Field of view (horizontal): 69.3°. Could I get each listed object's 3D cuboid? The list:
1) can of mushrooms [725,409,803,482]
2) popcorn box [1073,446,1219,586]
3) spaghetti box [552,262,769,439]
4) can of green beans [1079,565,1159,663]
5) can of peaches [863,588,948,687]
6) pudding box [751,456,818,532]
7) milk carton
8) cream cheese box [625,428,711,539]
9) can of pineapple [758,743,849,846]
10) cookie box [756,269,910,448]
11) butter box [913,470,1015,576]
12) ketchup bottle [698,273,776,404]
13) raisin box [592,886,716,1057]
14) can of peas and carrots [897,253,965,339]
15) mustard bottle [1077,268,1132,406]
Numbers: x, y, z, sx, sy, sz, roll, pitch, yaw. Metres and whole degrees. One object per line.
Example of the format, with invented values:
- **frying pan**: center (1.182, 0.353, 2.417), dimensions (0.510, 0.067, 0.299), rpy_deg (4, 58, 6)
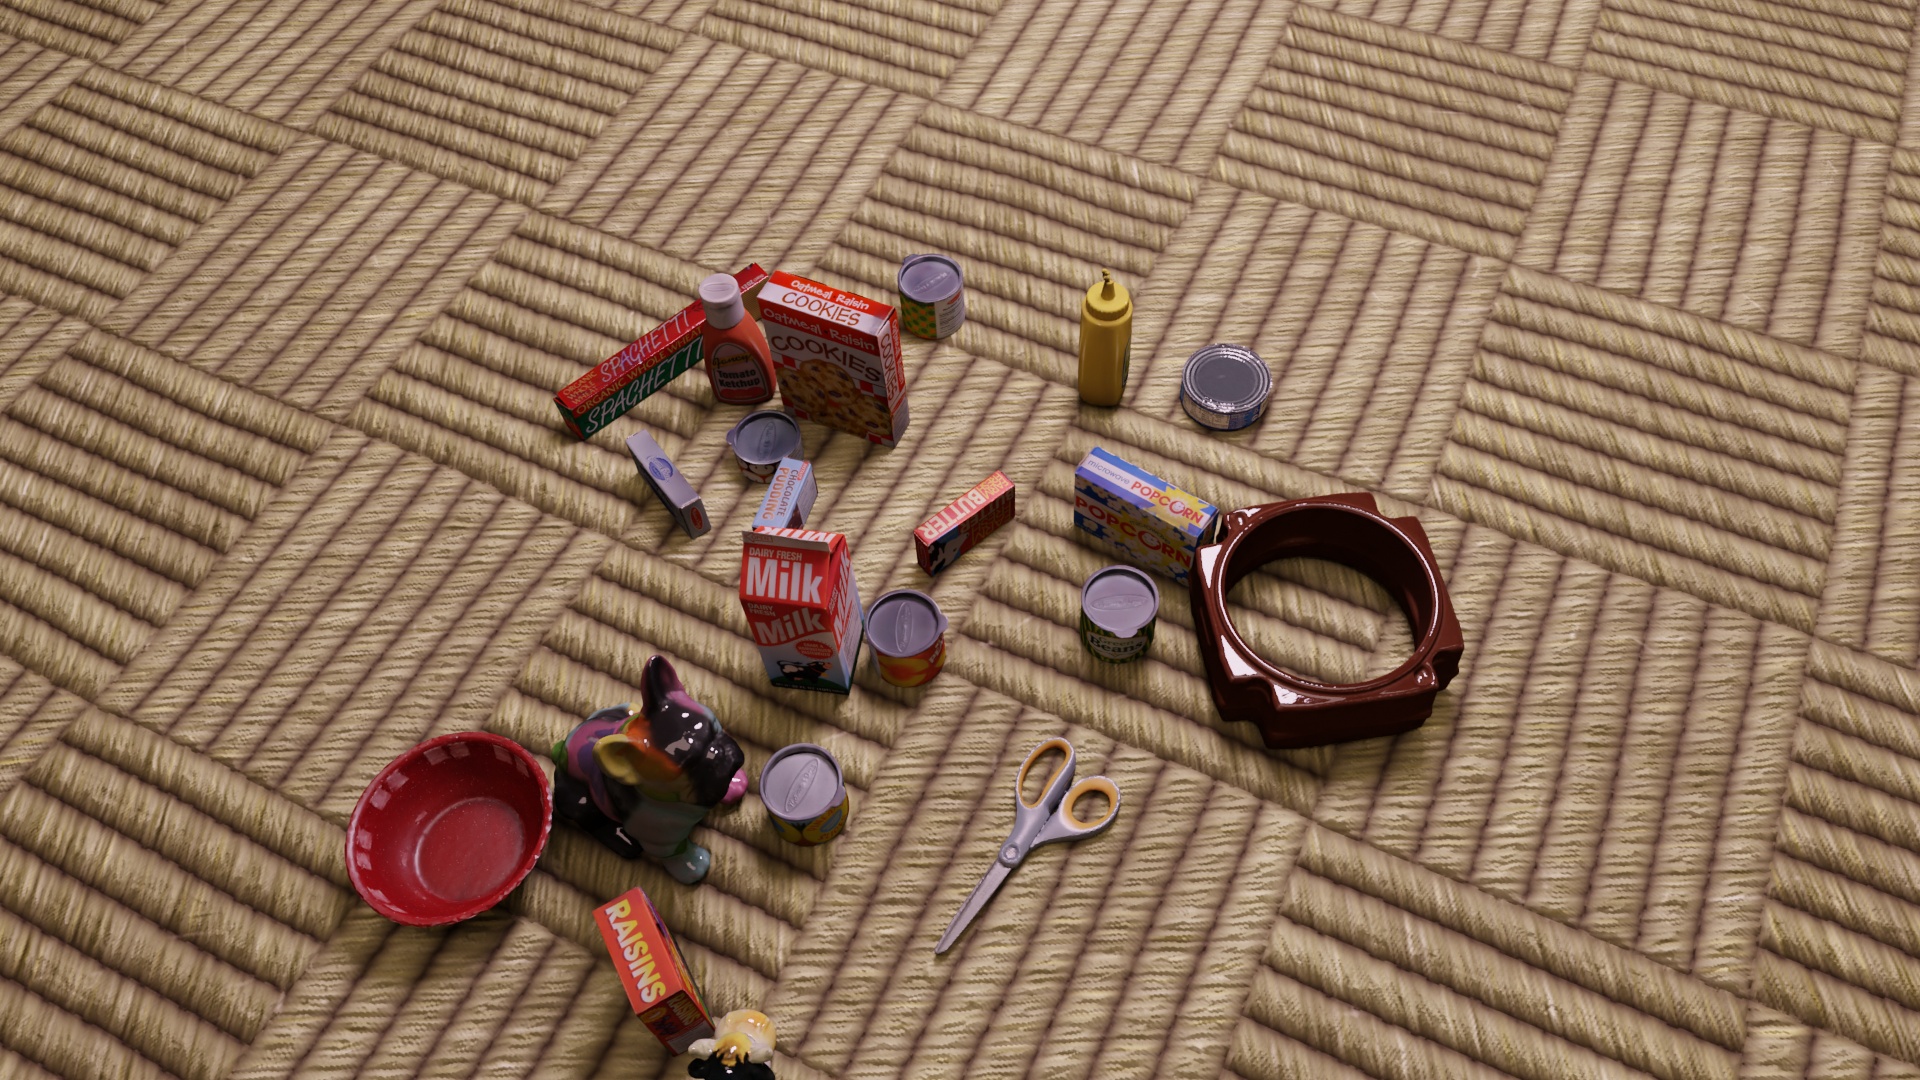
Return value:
- **can of mushrooms**: center (-0.186, -0.090, 1.327), dimensions (0.071, 0.033, 0.071), rpy_deg (-1, 56, 2)
- **popcorn box**: center (0.162, -0.021, 1.232), dimensions (0.127, 0.084, 0.038), rpy_deg (30, 63, 21)
- **spaghetti box**: center (-0.291, -0.191, 1.389), dimensions (0.251, 0.050, 0.029), rpy_deg (-39, 63, -21)
- **can of green beans**: center (0.136, 0.064, 1.193), dimensions (0.071, 0.057, 0.071), rpy_deg (-1, 57, 2)
- **can of peaches**: center (-0.044, 0.084, 1.189), dimensions (0.071, 0.057, 0.071), rpy_deg (-1, 57, 2)
- **pudding box**: center (-0.160, -0.029, 1.275), dimensions (0.030, 0.049, 0.084), rpy_deg (13, 58, 11)
- **milk carton**: center (-0.129, 0.049, 1.138), dimensions (0.072, 0.189, 0.074), rpy_deg (7, 57, 8)
- **cream cheese box**: center (-0.273, -0.053, 1.295), dimensions (0.024, 0.053, 0.104), rpy_deg (-33, 61, -17)
- **can of pineapple**: center (-0.123, 0.206, 1.113), dimensions (0.071, 0.057, 0.071), rpy_deg (-1, 57, 2)
- **cookie box**: center (-0.115, -0.167, 1.294), dimensions (0.123, 0.166, 0.040), rpy_deg (20, 60, 15)
- **butter box**: center (0.004, -0.016, 1.255), dimensions (0.104, 0.053, 0.024), rpy_deg (-36, 62, -19)
- **ketchup bottle**: center (-0.218, -0.191, 1.327), dimensions (0.065, 0.148, 0.044), rpy_deg (-3, 57, 1)
- **raisin box**: center (-0.220, 0.314, 1.007), dimensions (0.040, 0.122, 0.086), rpy_deg (-26, 59, -13)
- **can of peas and carrots**: center (-0.031, -0.248, 1.408), dimensions (0.071, 0.058, 0.071), rpy_deg (-1, 57, 2)
- **mustard bottle**: center (0.136, -0.194, 1.303), dimensions (0.049, 0.159, 0.065), rpy_deg (7, 57, 8)
